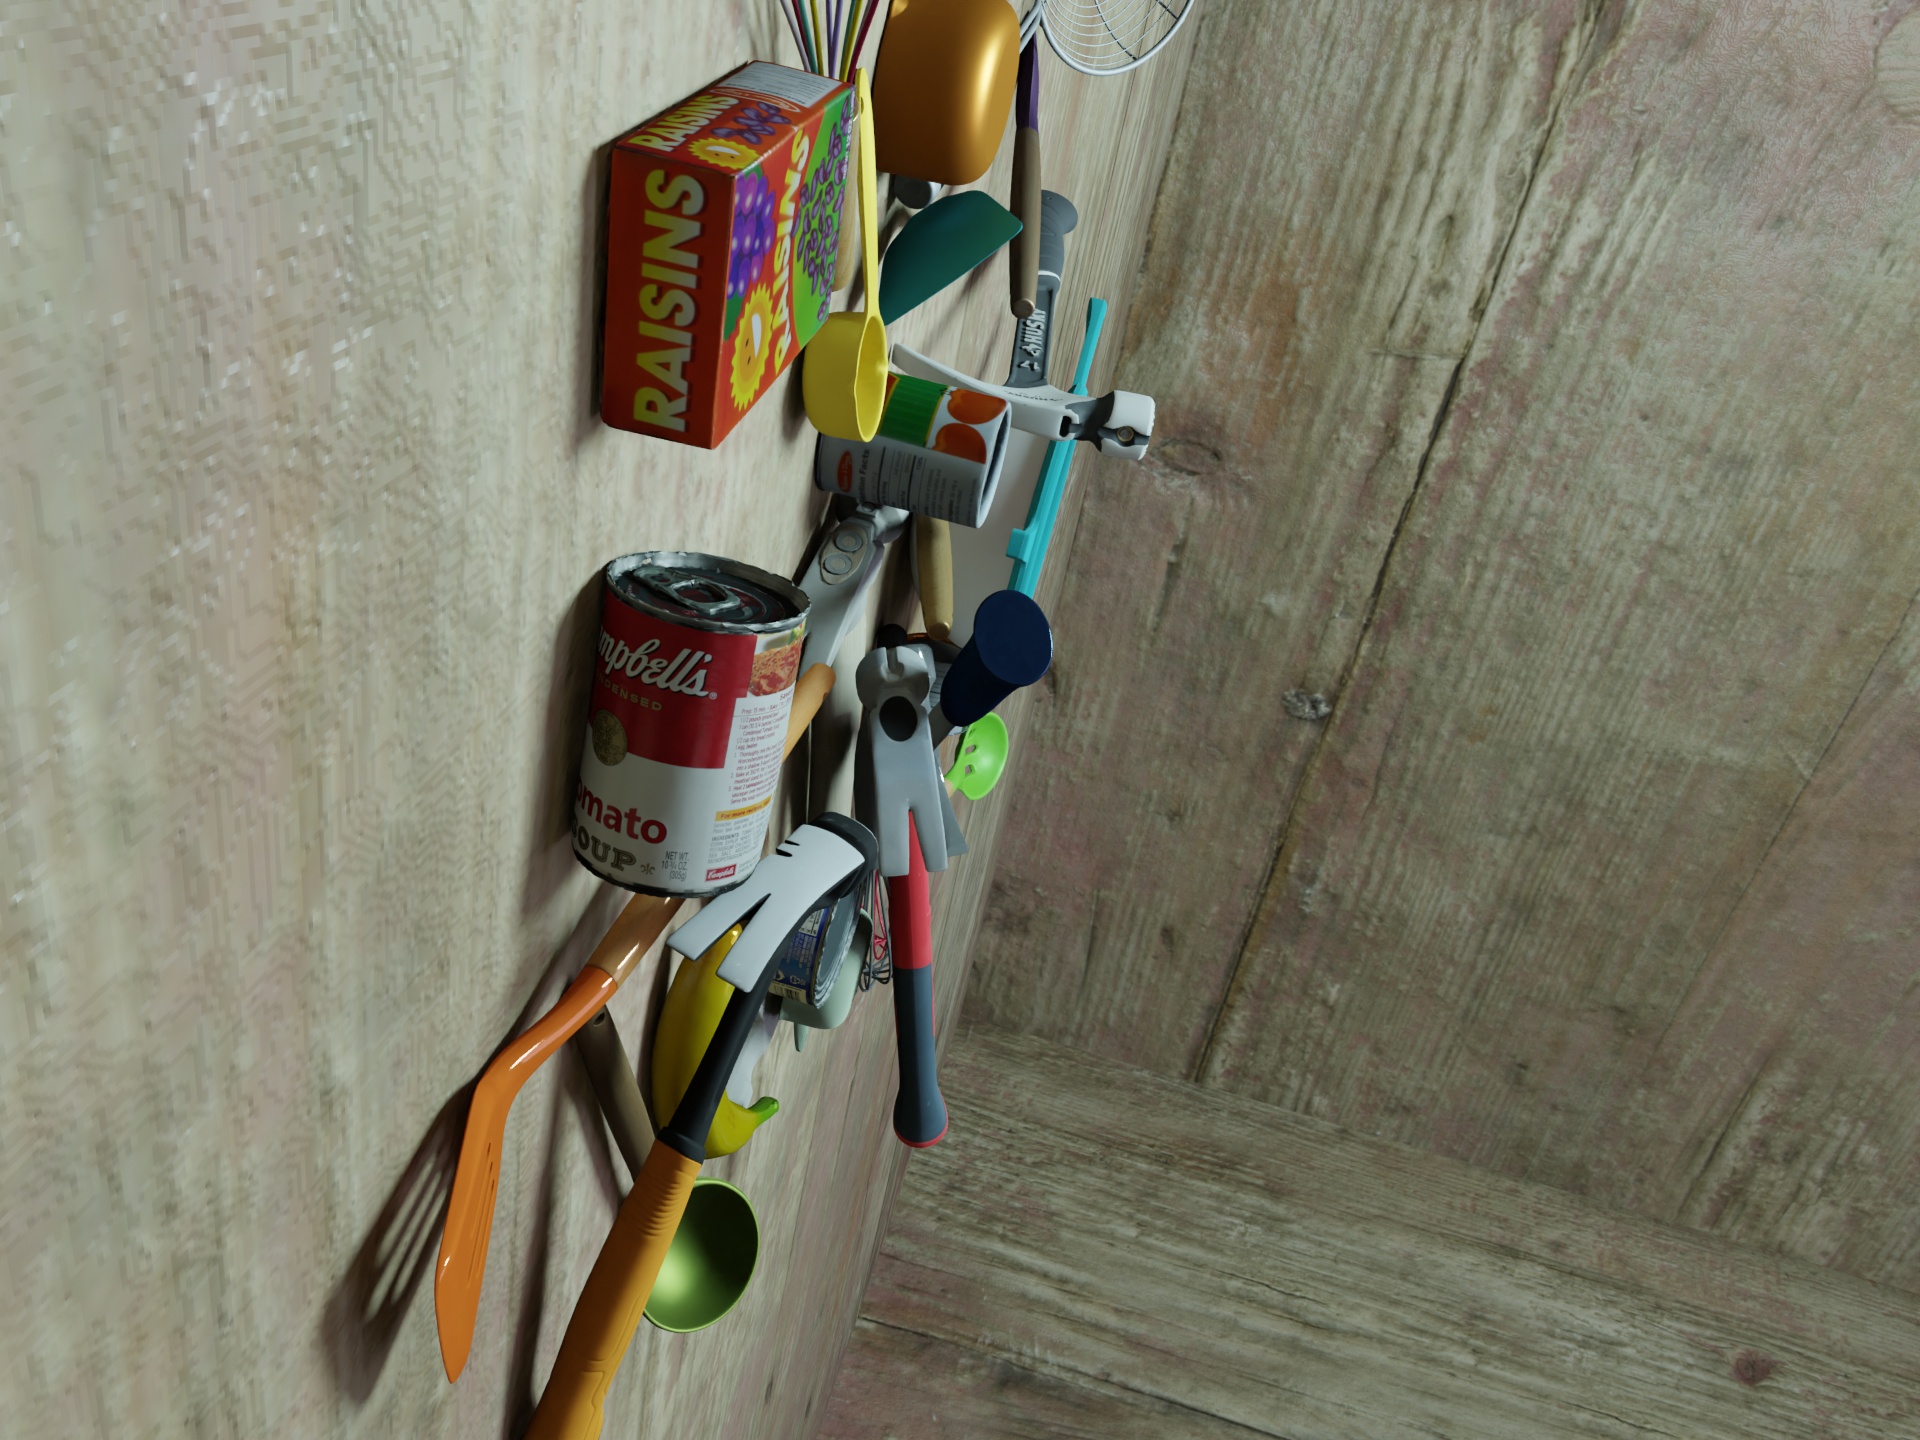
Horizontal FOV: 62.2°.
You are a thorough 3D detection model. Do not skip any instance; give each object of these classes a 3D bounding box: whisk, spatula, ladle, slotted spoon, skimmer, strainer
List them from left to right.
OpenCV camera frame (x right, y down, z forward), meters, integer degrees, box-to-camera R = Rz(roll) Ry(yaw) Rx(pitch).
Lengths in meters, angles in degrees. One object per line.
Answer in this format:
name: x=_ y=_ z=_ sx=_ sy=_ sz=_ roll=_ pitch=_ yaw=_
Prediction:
spatula: x=-0.114 y=0.083 z=0.595 sx=0.081 sy=0.041 sz=0.323 roll=104 pitch=13 yaw=-46
ladle: x=-0.138 y=0.203 z=0.727 sx=0.078 sy=0.062 sz=0.319 roll=-48 pitch=158 yaw=-29
whisk: x=-0.046 y=-0.233 z=0.552 sx=0.051 sy=0.047 sz=0.244 roll=-61 pitch=174 yaw=-21
whisk: x=-0.050 y=0.078 z=0.954 sx=0.055 sy=0.055 sz=0.238 roll=-69 pitch=168 yaw=-47
whisk: x=-0.055 y=0.058 z=1.170 sx=0.073 sy=0.073 sz=0.295 roll=-67 pitch=163 yaw=-55
slotted spoon: x=-0.020 y=0.053 z=1.148 sx=0.314 sy=0.031 sz=0.070 roll=-38 pitch=131 yaw=-69
ladle: x=-0.015 y=-0.112 z=0.863 sx=0.316 sy=0.031 sz=0.069 roll=-94 pitch=-173 yaw=-63
spatula: x=0.002 y=-0.265 z=0.888 sx=0.082 sy=0.044 sz=0.317 roll=-32 pitch=-170 yaw=14
strainer: x=0.032 y=-0.194 z=1.145 sx=0.210 sy=0.095 sz=0.341 roll=101 pitch=4 yaw=-58
spatula: x=0.038 y=-0.328 z=0.936 sx=0.059 sy=0.018 sz=0.316 roll=100 pitch=-5 yaw=-46
skimmer: x=0.059 y=-0.375 z=0.888 sx=0.127 sy=0.090 sz=0.363 roll=87 pitch=19 yaw=-44

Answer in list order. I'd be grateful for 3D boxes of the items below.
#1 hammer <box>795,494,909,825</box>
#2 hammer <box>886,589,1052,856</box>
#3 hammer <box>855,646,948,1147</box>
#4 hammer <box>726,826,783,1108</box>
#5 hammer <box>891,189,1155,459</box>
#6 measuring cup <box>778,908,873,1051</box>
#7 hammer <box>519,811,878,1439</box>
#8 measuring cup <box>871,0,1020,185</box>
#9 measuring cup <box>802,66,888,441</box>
hammer: x=-0.082 y=0.047 z=0.958 sx=0.410 sy=0.038 sz=0.146 roll=98 pitch=10 yaw=-53
hammer: x=-0.001 y=-0.003 z=0.880 sx=0.405 sy=0.035 sz=0.144 roll=134 pitch=-53 yaw=-80
hammer: x=-0.027 y=0.146 z=0.908 sx=0.143 sy=0.038 sz=0.385 roll=-99 pitch=-174 yaw=-45
hammer: x=-0.108 y=0.083 z=0.809 sx=0.331 sy=0.031 sz=0.130 roll=97 pitch=10 yaw=-55
hammer: x=0.045 y=-0.277 z=1.034 sx=0.409 sy=0.149 sz=0.036 roll=-83 pitch=-176 yaw=-56
measuring cup: x=-0.080 y=0.167 z=0.959 sx=0.167 sy=0.038 sz=0.083 roll=100 pitch=7 yaw=-55
hammer: x=-0.125 y=0.197 z=0.650 sx=0.336 sy=0.034 sz=0.127 roll=-66 pitch=170 yaw=22
measuring cup: x=0.008 y=-0.328 z=0.739 sx=0.095 sy=0.052 sz=0.174 roll=88 pitch=20 yaw=-71
measuring cup: x=-0.052 y=-0.200 z=0.692 sx=0.062 sy=0.029 sz=0.156 roll=-62 pitch=154 yaw=-66
